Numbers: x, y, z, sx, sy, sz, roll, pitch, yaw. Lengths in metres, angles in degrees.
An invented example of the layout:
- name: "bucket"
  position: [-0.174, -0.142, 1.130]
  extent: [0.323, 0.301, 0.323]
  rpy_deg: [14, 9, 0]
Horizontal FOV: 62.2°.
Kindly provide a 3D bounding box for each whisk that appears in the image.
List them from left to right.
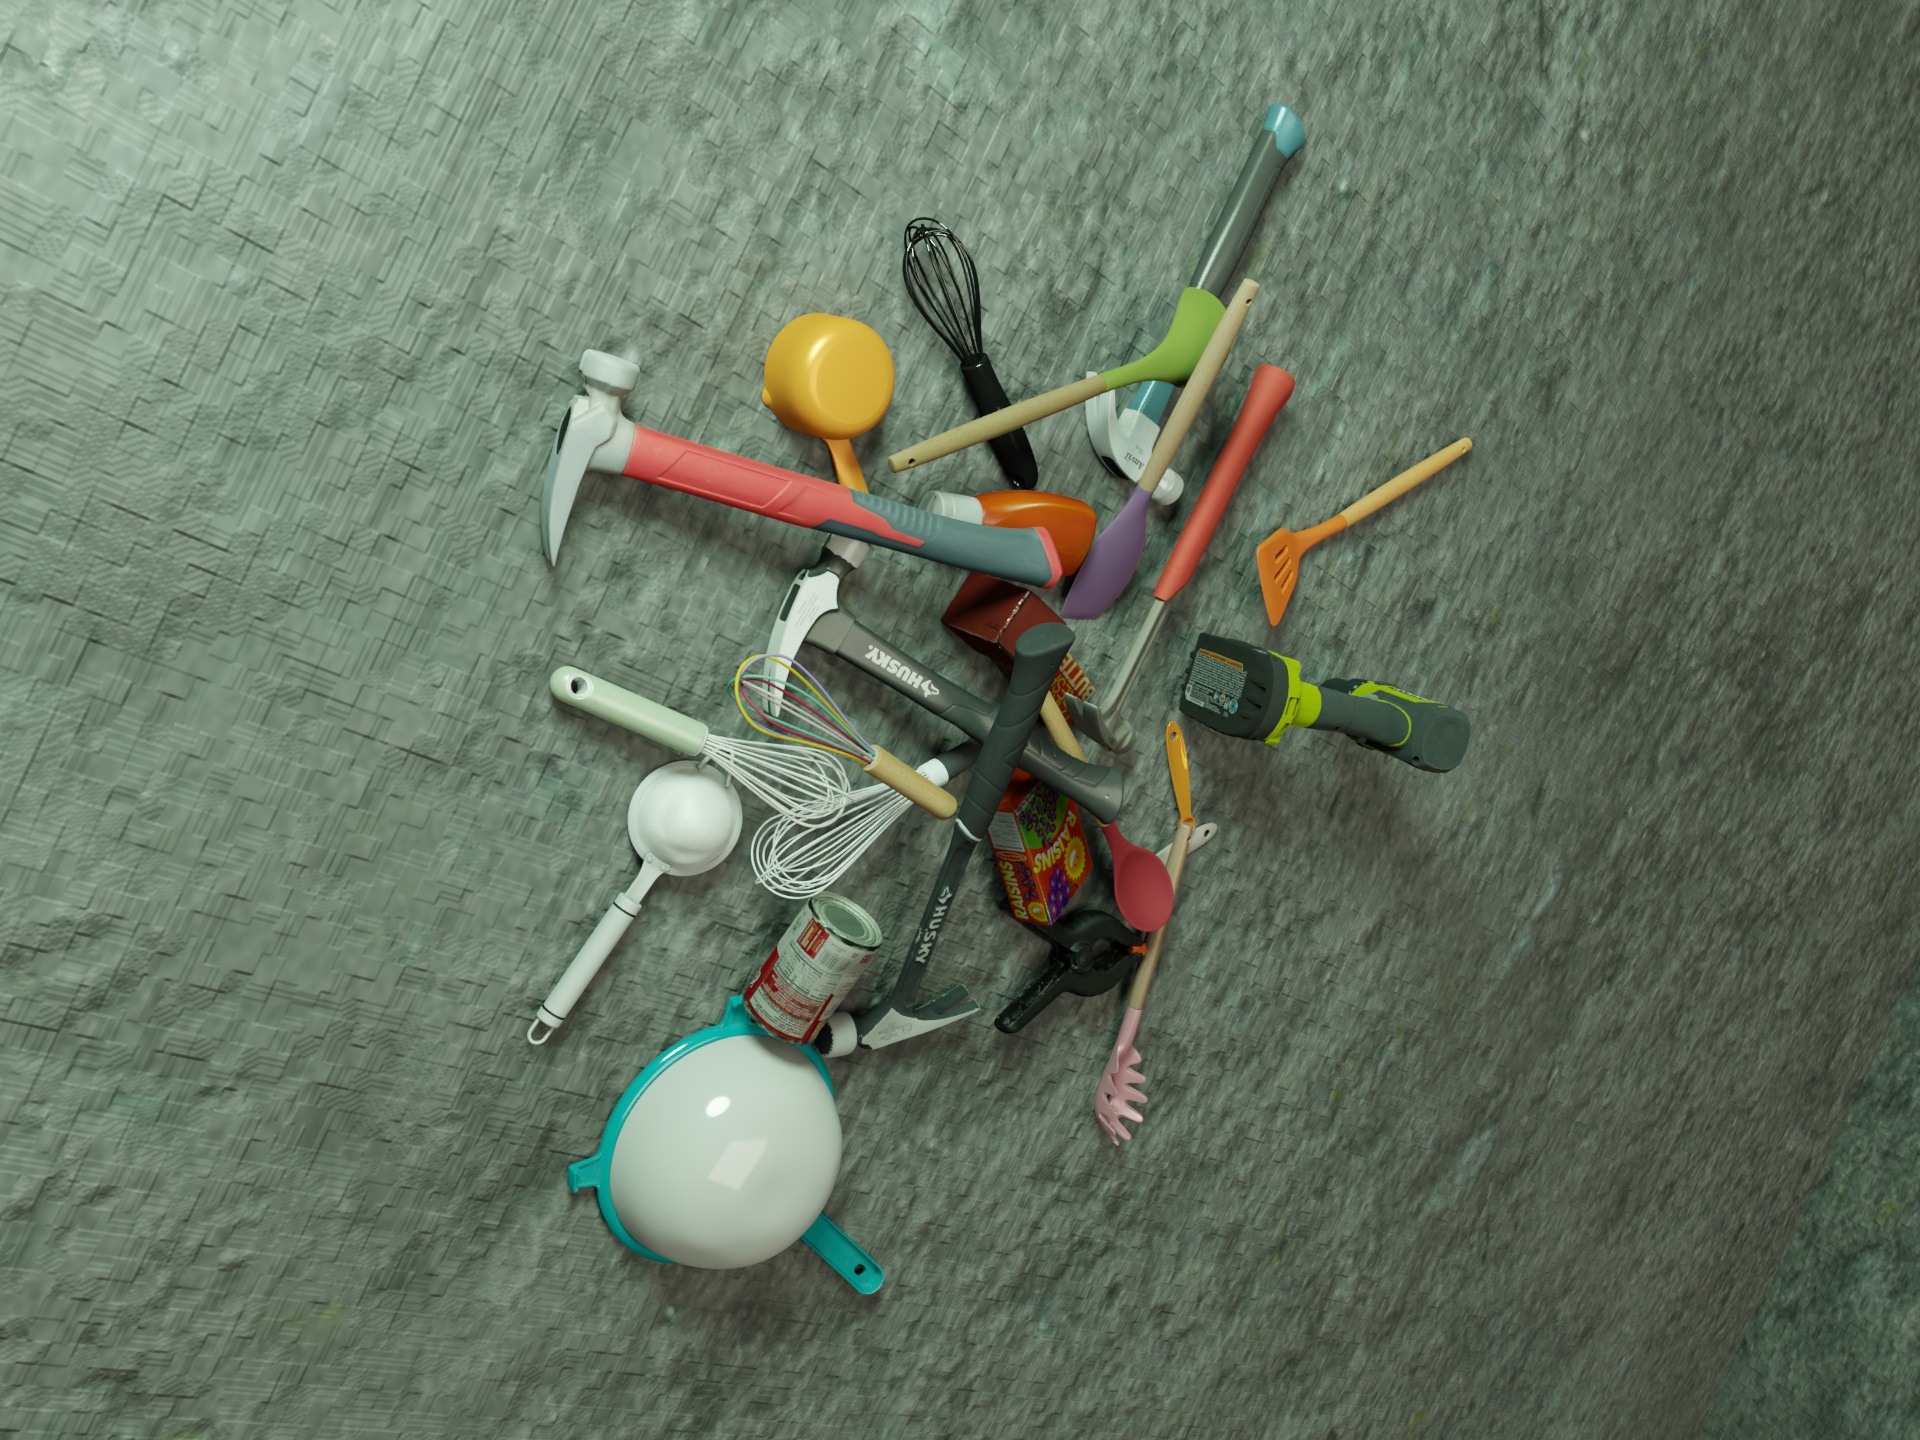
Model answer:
- name: "whisk"
  position: [-0.182, 0.017, 1.145]
  extent: [0.246, 0.059, 0.058]
  rpy_deg: [26, 74, -28]
- name: "whisk"
  position: [-0.083, 0.022, 1.170]
  extent: [0.051, 0.047, 0.244]
  rpy_deg: [-29, 139, 24]
- name: "whisk"
  position: [-0.046, 0.058, 1.266]
  extent: [0.284, 0.070, 0.070]
  rpy_deg: [-30, 121, -30]
- name: "whisk"
  position: [0.014, -0.271, 1.203]
  extent: [0.055, 0.055, 0.238]
  rpy_deg: [-42, 129, -18]

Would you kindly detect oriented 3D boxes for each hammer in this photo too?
- name: "hammer"
  position: [-0.099, -0.137, 1.129]
  extent: [0.386, 0.038, 0.143]
  rpy_deg: [13, 104, -29]
- name: "hammer"
  position: [-0.002, -0.004, 1.244]
  extent: [0.334, 0.035, 0.146]
  rpy_deg: [32, 87, -25]
- name: "hammer"
  position: [0.005, 0.102, 1.249]
  extent: [0.149, 0.036, 0.408]
  rpy_deg: [-2, 126, -37]
- name: "hammer"
  position: [0.191, -0.145, 1.354]
  extent: [0.359, 0.037, 0.149]
  rpy_deg: [-63, 158, -6]
- name: "hammer"
  position: [0.202, -0.353, 1.320]
  extent: [0.128, 0.033, 0.331]
  rpy_deg: [27, 89, -40]

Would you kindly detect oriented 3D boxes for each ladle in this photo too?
- name: "ladle"
  position: [0.079, -0.254, 1.220]
  extent: [0.320, 0.062, 0.078]
  rpy_deg: [-25, 132, -20]
- name: "ladle"
  position: [0.116, 0.070, 1.366]
  extent: [0.069, 0.031, 0.315]
  rpy_deg: [-54, 133, -29]

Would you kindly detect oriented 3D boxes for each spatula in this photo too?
- name: "spatula"
  position: [0.162, -0.208, 1.276]
  extent: [0.059, 0.018, 0.315]
  rpy_deg: [-1, 131, -35]
- name: "spatula"
  position: [0.382, -0.196, 1.499]
  extent: [0.322, 0.041, 0.081]
  rpy_deg: [-32, 121, -25]

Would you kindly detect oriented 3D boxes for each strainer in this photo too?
- name: "strainer"
  position: [-0.237, 0.129, 1.162]
  extent: [0.086, 0.050, 0.258]
  rpy_deg: [36, 86, -22]
- name: "strainer"
  position: [-0.140, 0.394, 1.284]
  extent: [0.211, 0.095, 0.340]
  rpy_deg: [-46, 125, -15]

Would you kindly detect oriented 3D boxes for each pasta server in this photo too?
- name: "pasta server"
  position: [0.177, 0.247, 1.491]
  extent: [0.060, 0.040, 0.316]
  rpy_deg: [-4, 112, -54]

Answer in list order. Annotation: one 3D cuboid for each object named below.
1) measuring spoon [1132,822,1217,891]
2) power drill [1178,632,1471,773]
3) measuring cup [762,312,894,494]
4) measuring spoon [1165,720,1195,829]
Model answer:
- name: "measuring spoon"
  position: [0.199, 0.129, 1.489]
  extent: [0.124, 0.018, 0.034]
  rpy_deg: [-29, 120, -26]
- name: "power drill"
  position: [0.319, -0.017, 1.441]
  extent: [0.228, 0.191, 0.080]
  rpy_deg: [11, 99, -23]
- name: "measuring cup"
  position: [-0.079, -0.208, 1.152]
  extent: [0.095, 0.052, 0.173]
  rpy_deg: [-30, 119, -25]
- name: "measuring spoon"
  position: [0.201, 0.054, 1.473]
  extent: [0.021, 0.011, 0.116]
  rpy_deg: [-23, 114, -27]
